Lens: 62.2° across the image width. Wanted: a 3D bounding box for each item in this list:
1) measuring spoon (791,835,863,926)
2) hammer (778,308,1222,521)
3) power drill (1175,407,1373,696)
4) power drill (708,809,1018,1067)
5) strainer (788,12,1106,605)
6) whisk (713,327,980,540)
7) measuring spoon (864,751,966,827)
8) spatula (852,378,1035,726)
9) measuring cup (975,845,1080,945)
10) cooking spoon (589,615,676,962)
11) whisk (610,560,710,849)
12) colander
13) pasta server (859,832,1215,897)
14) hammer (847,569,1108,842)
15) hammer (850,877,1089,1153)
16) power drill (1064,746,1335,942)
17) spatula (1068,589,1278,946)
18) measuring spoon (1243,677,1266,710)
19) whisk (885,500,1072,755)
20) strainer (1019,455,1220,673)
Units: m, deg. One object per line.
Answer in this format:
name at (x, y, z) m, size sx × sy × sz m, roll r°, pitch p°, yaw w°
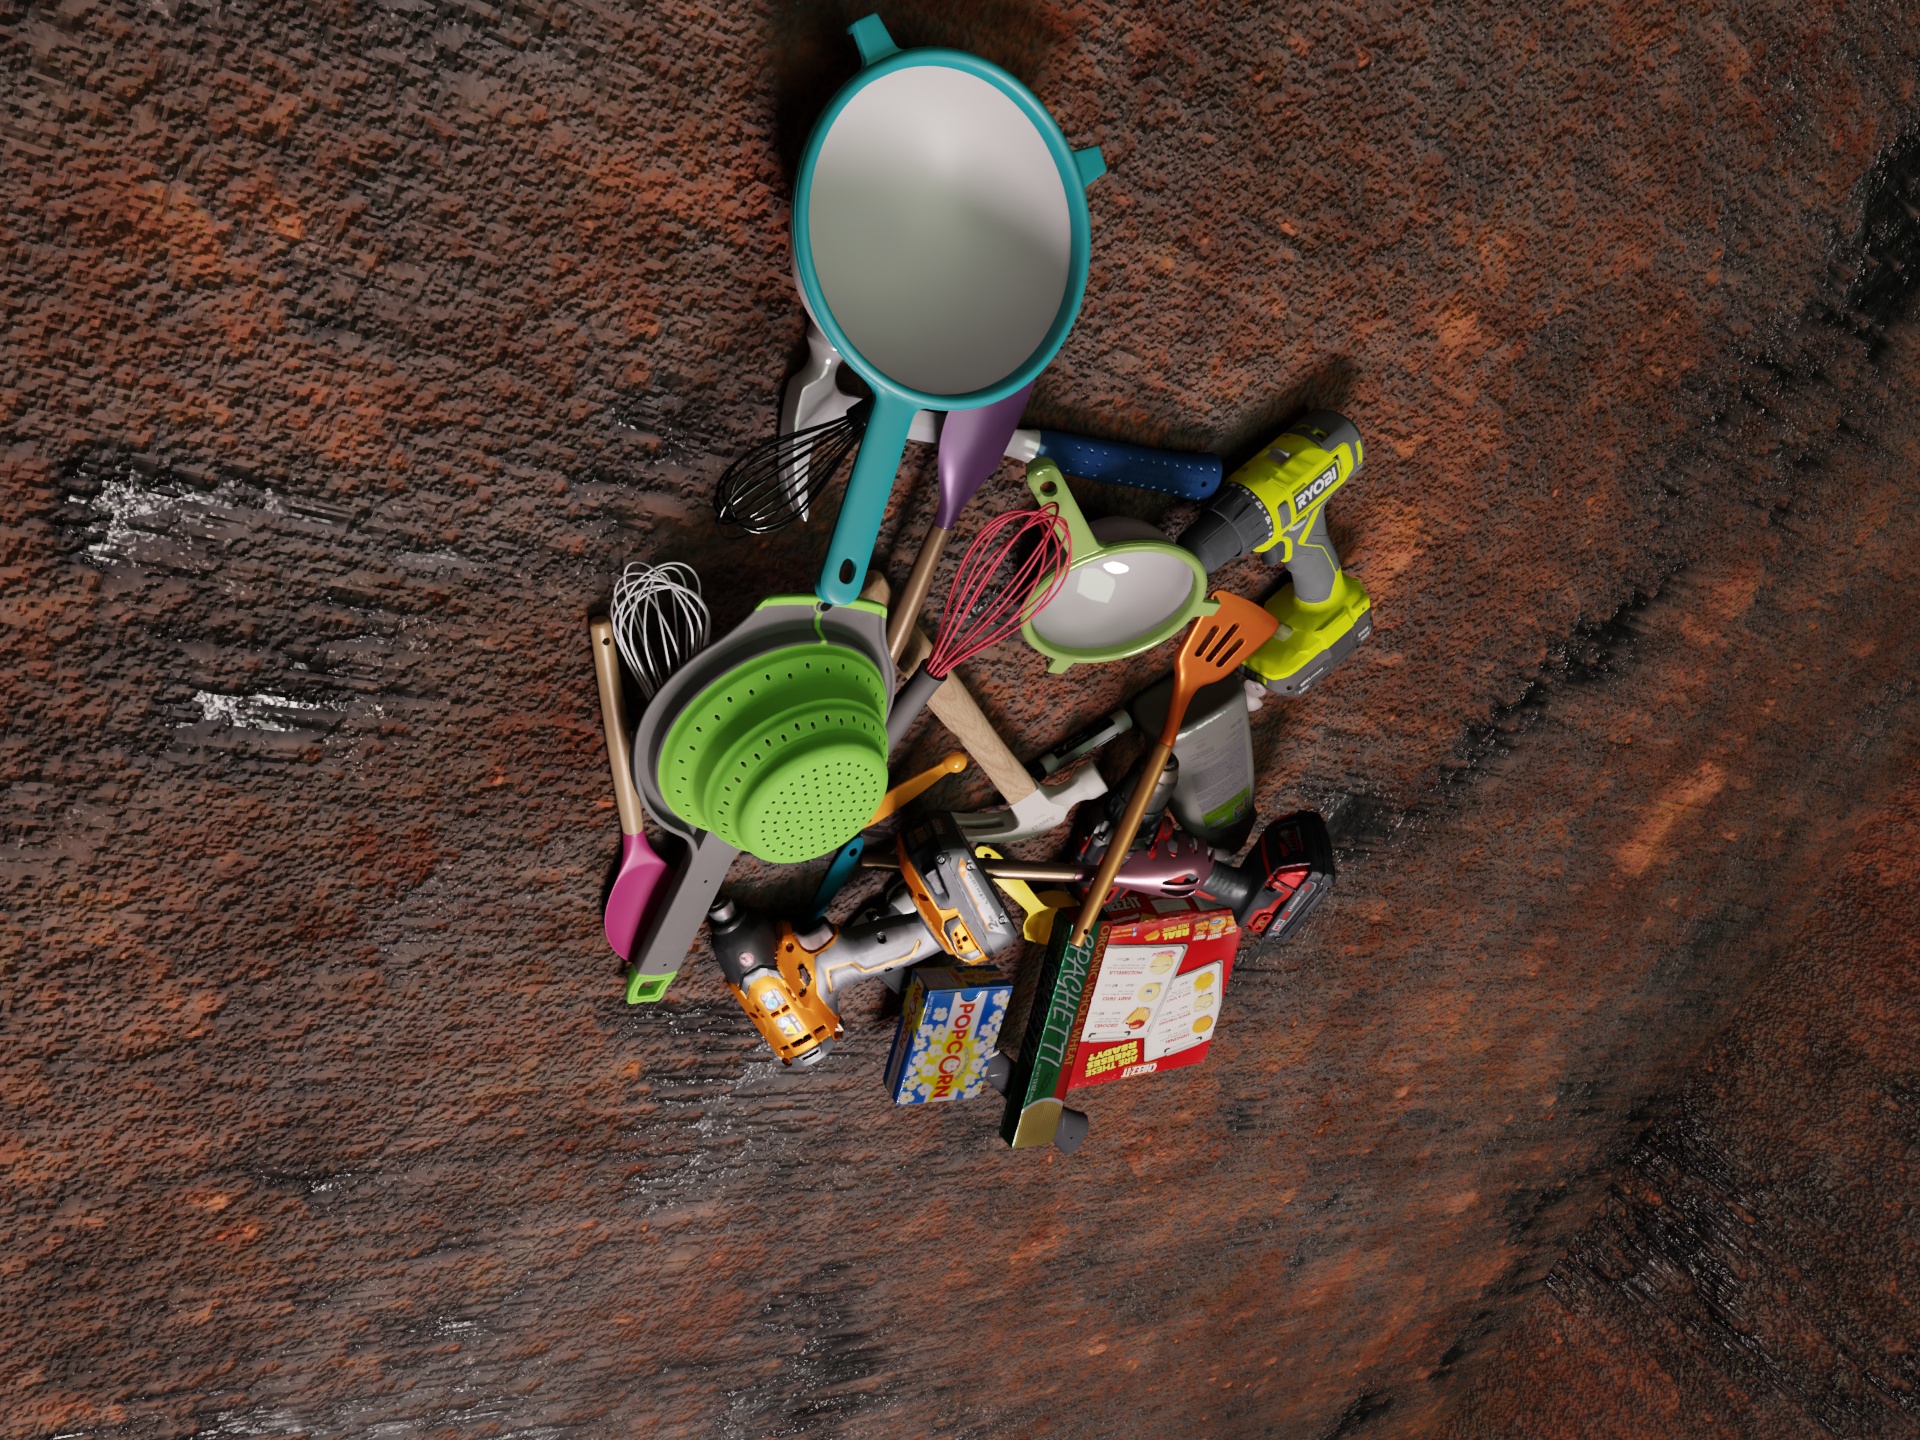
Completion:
measuring spoon at (-0.110, 0.153, 1.331) m, size 0.042 × 0.021 × 0.128 m, roll 14°, pitch 113°, yaw -43°
hammer at (0.042, -0.200, 1.178) m, size 0.405 × 0.035 × 0.144 m, roll 2°, pitch 119°, yaw -39°
power drill at (0.274, -0.131, 1.373) m, size 0.190 × 0.080 × 0.228 m, roll -39°, pitch 136°, yaw -16°
power drill at (-0.086, 0.167, 1.291) m, size 0.226 × 0.084 × 0.164 m, roll -30°, pitch 116°, yaw 1°
strainer at (-0.047, -0.239, 0.993) m, size 0.210 × 0.095 × 0.340 m, roll 17°, pitch 90°, yaw -34°
whisk at (-0.066, -0.192, 1.041) m, size 0.239 × 0.055 × 0.055 m, roll -38°, pitch 137°, yaw -17°
measuring spoon at (-0.043, 0.060, 1.292) m, size 0.117 × 0.011 × 0.021 m, roll -33°, pitch 130°, yaw 19°
spatula at (-0.025, -0.118, 1.148) m, size 0.059 × 0.018 × 0.315 m, roll 7°, pitch 117°, yaw -36°
measuring cup at (0.059, 0.153, 1.463) m, size 0.062 × 0.029 × 0.156 m, roll -26°, pitch 127°, yaw 22°
cooking spoon at (-0.242, 0.059, 1.162) m, size 0.068 × 0.017 × 0.318 m, roll -18°, pitch 131°, yaw -23°
whisk at (-0.198, 0.004, 1.128) m, size 0.070 × 0.070 × 0.284 m, roll -24°, pitch 138°, yaw -22°
colander at (-0.152, 0.093, 1.142) m, size 0.204 × 0.095 × 0.397 m, roll 1°, pitch 130°, yaw -40°
pasta server at (0.070, 0.125, 1.367) m, size 0.316 × 0.040 × 0.060 m, roll 4°, pitch 127°, yaw -10°
hammer at (-0.002, -0.004, 1.279) m, size 0.130 × 0.031 × 0.331 m, roll -32°, pitch 133°, yaw 7°
hammer at (0.008, 0.306, 1.486) m, size 0.149 × 0.036 × 0.408 m, roll -42°, pitch 128°, yaw -1°
power drill at (0.224, 0.111, 1.448) m, size 0.226 × 0.080 × 0.187 m, roll 12°, pitch 134°, yaw -12°
spatula at (0.166, 0.044, 1.336) m, size 0.081 × 0.041 × 0.322 m, roll 23°, pitch 91°, yaw -32°
measuring spoon at (0.260, -0.023, 1.441) m, size 0.018 × 0.034 × 0.124 m, roll -50°, pitch 173°, yaw 0°
whisk at (-0.009, -0.050, 1.170) m, size 0.073 × 0.073 × 0.295 m, roll 5°, pitch 137°, yaw -40°
strainer at (0.096, -0.139, 1.224) m, size 0.151 × 0.069 × 0.256 m, roll -21°, pitch 146°, yaw 12°
